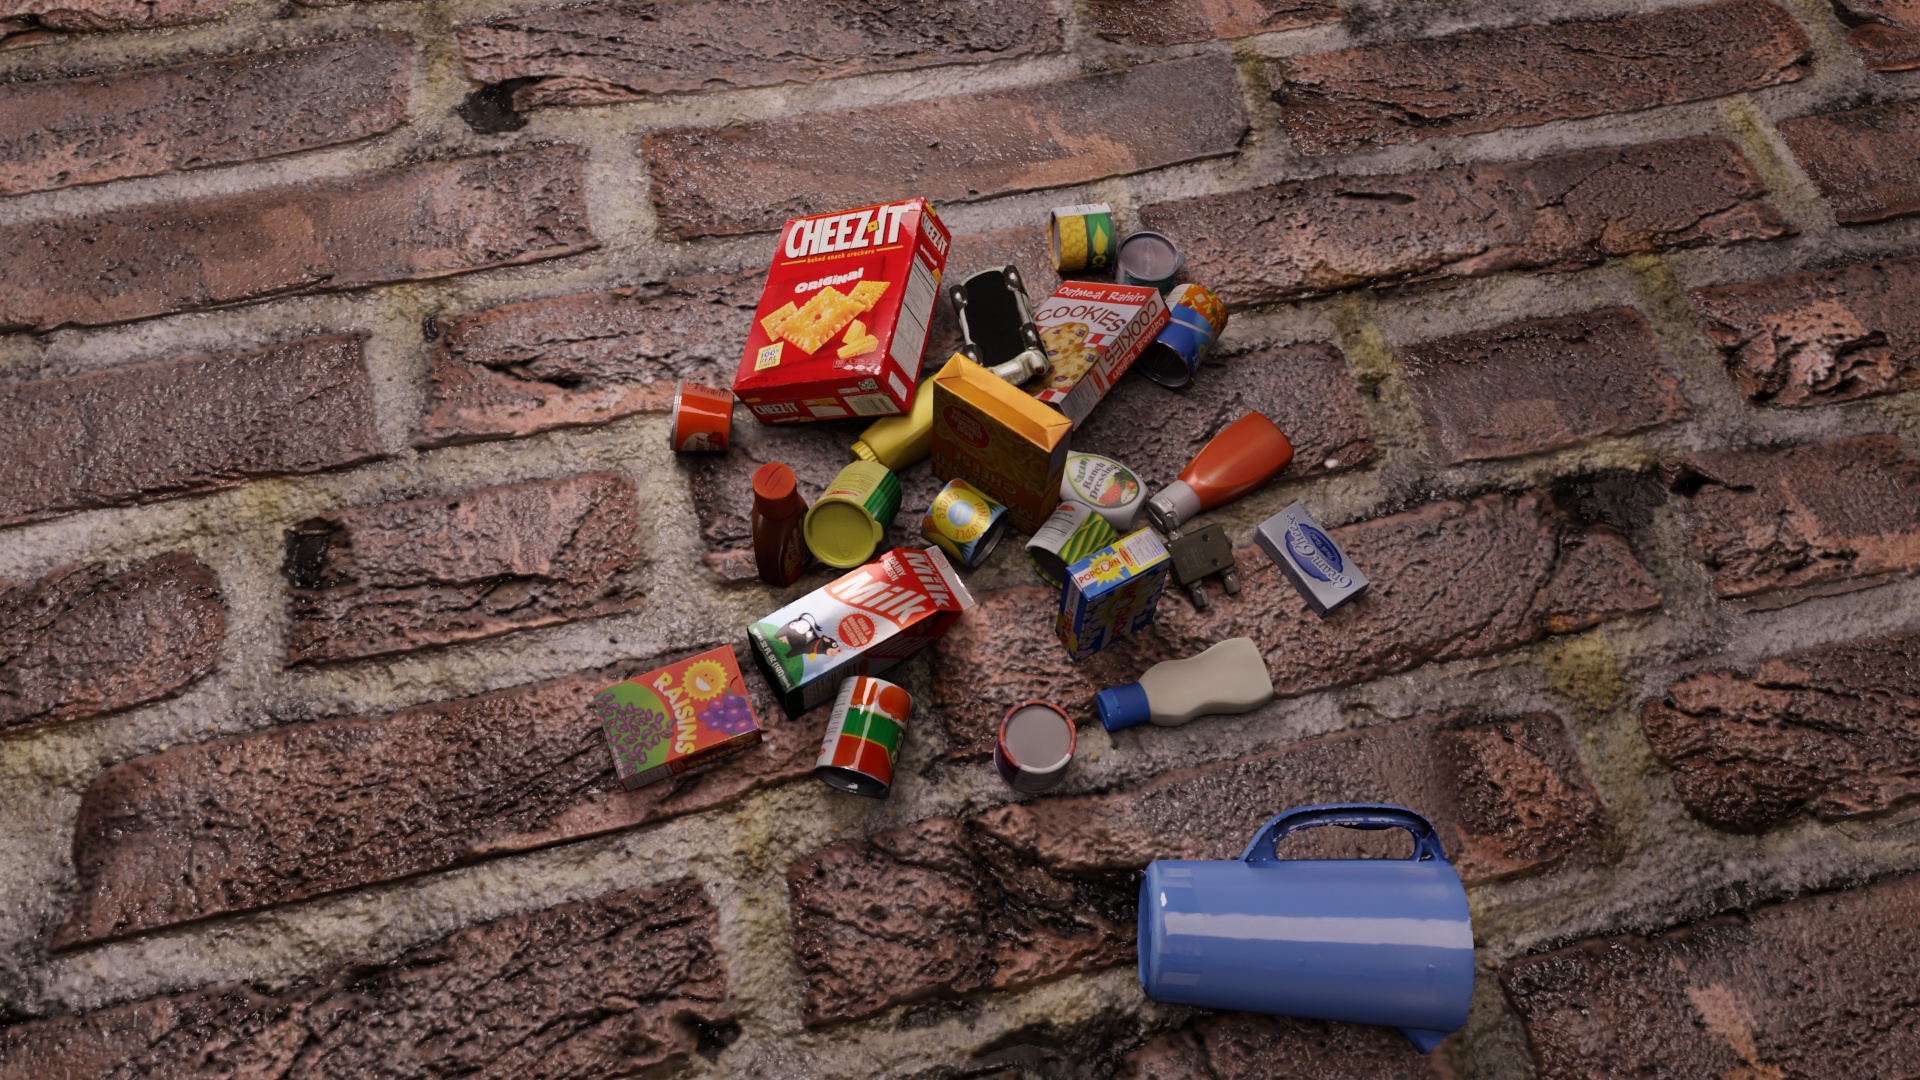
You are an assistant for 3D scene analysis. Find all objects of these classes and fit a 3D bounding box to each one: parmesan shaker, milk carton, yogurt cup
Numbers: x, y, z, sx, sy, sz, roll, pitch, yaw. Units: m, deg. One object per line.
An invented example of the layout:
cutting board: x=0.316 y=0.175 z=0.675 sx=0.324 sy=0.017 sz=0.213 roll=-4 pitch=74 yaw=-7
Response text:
parmesan shaker: x=-0.092 y=-0.025 z=1.244 sx=0.071 sy=0.071 sz=0.103 roll=16 pitch=23 yaw=5
milk carton: x=-0.085 y=0.073 z=1.217 sx=0.191 sy=0.073 sz=0.072 roll=-27 pitch=68 yaw=-16
yogurt cup: x=-0.243 y=-0.115 z=1.313 sx=0.054 sy=0.072 sz=0.073 roll=7 pitch=63 yaw=-8

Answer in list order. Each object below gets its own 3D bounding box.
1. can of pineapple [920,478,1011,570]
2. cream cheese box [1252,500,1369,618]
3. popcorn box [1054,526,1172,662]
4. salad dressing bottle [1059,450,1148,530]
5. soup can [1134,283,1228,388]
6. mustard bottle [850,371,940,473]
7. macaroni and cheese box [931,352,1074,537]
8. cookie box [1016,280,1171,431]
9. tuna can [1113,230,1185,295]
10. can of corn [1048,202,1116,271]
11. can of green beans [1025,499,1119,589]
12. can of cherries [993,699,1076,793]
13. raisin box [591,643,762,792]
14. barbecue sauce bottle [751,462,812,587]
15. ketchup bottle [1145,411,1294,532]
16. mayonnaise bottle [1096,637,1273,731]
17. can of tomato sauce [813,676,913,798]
can of pineapple: x=0.005 y=-0.016 z=1.269 sx=0.058 sy=0.070 sz=0.071 roll=33 pitch=66 yaw=14
cream cheese box: x=0.326 y=0.017 z=1.293 sx=0.053 sy=0.024 sz=0.104 roll=-31 pitch=68 yaw=-15
popcorn box: x=0.131 y=0.048 z=1.211 sx=0.085 sy=0.126 sz=0.038 roll=-27 pitch=64 yaw=-15
salad dressing bottle: x=0.103 y=-0.062 z=1.312 sx=0.148 sy=0.043 sz=0.064 roll=29 pitch=64 yaw=12
soup can: x=0.220 y=-0.202 z=1.379 sx=0.071 sy=0.071 sz=0.084 roll=31 pitch=65 yaw=12
mustard bottle: x=-0.054 y=-0.100 z=1.315 sx=0.160 sy=0.065 sz=0.049 roll=-36 pitch=67 yaw=-13
macaroni and cheese box: x=0.033 y=-0.081 z=1.250 sx=0.124 sy=0.165 sz=0.040 roll=33 pitch=67 yaw=14
cookie box: x=0.107 y=-0.182 z=1.345 sx=0.123 sy=0.040 sz=0.168 roll=16 pitch=57 yaw=45
tuna can: x=0.195 y=-0.285 z=1.438 sx=0.071 sy=0.032 sz=0.071 roll=1 pitch=63 yaw=-2
can of corn: x=0.125 y=-0.310 z=1.431 sx=0.058 sy=0.071 sz=0.071 roll=-7 pitch=63 yaw=-5
can of green beans: x=0.102 y=0.006 z=1.265 sx=0.071 sy=0.071 sz=0.058 roll=35 pitch=67 yaw=14
can of cherries: x=0.062 y=0.173 z=1.181 sx=0.071 sy=0.058 sz=0.072 roll=1 pitch=63 yaw=-2
raisin box: x=-0.241 y=0.151 z=1.188 sx=0.123 sy=0.040 sz=0.086 roll=-19 pitch=64 yaw=-13
barbecue sauce bottle: x=-0.158 y=-0.017 z=1.217 sx=0.044 sy=0.148 sz=0.065 roll=23 pitch=64 yaw=10
ketchup bottle: x=0.243 y=-0.061 z=1.319 sx=0.149 sy=0.043 sz=0.065 roll=-33 pitch=69 yaw=-18
mayonnaise bottle: x=0.195 y=0.132 z=1.219 sx=0.148 sy=0.041 sz=0.065 roll=-14 pitch=63 yaw=-8
can of tomato sauce: x=-0.079 y=0.166 z=1.174 sx=0.071 sy=0.071 sz=0.083 roll=13 pitch=62 yaw=4
